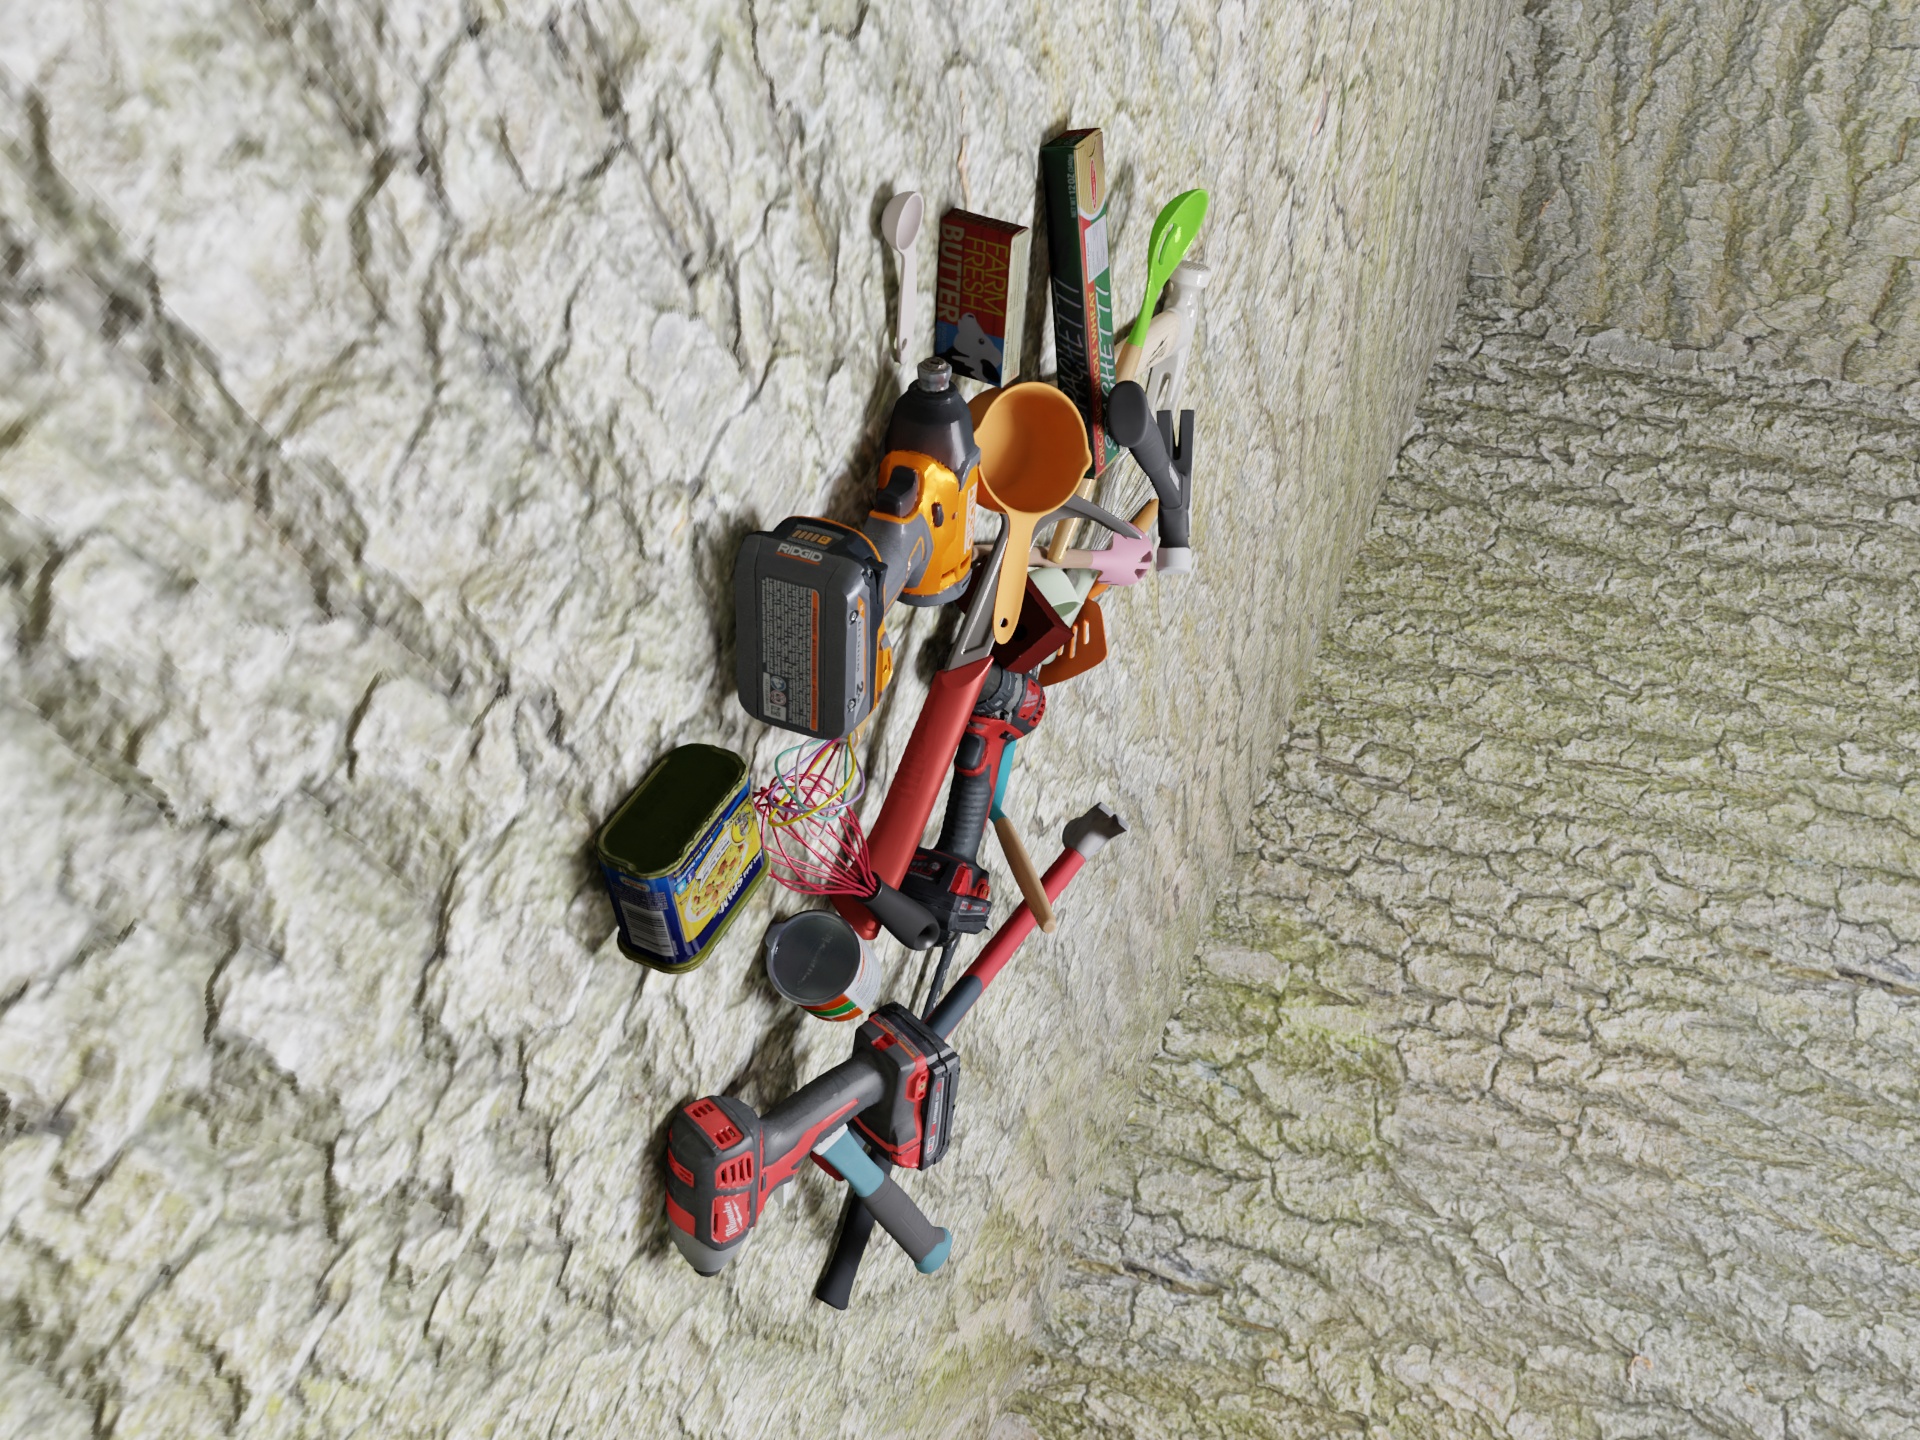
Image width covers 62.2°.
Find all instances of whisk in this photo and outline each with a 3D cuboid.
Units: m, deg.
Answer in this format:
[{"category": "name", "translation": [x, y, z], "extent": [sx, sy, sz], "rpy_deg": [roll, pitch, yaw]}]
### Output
[{"category": "whisk", "translation": [-0.071, 0.106, 1.078], "extent": [0.073, 0.073, 0.295], "rpy_deg": [-65, 153, -15]}, {"category": "whisk", "translation": [-0.080, 0.017, 0.978], "extent": [0.047, 0.051, 0.245], "rpy_deg": [-54, -174, 16]}, {"category": "whisk", "translation": [0.124, -0.159, 1.470], "extent": [0.059, 0.058, 0.246], "rpy_deg": [37, 73, -35]}]

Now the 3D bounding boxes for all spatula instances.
[{"category": "spatula", "translation": [0.149, -0.137, 1.549], "extent": [0.041, 0.081, 0.323], "rpy_deg": [55, 37, -15]}, {"category": "spatula", "translation": [0.052, 0.100, 1.360], "extent": [0.318, 0.044, 0.082], "rpy_deg": [-113, -146, -66]}]

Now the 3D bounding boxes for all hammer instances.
[{"category": "hammer", "translation": [0.120, -0.281, 1.337], "extent": [0.411, 0.038, 0.146], "rpy_deg": [-43, 148, -54]}, {"category": "hammer", "translation": [-0.070, 0.390, 1.329], "extent": [0.128, 0.033, 0.330], "rpy_deg": [-41, 141, -13]}, {"category": "hammer", "translation": [0.159, -0.219, 1.303], "extent": [0.334, 0.035, 0.146], "rpy_deg": [18, 73, -75]}, {"category": "hammer", "translation": [-0.058, 0.358, 1.477], "extent": [0.149, 0.036, 0.409], "rpy_deg": [1, 108, -72]}, {"category": "hammer", "translation": [0.009, 0.227, 1.352], "extent": [0.386, 0.038, 0.143], "rpy_deg": [-50, 178, -12]}, {"category": "hammer", "translation": [-0.002, -0.004, 1.157], "extent": [0.037, 0.149, 0.359], "rpy_deg": [-129, -121, -69]}]

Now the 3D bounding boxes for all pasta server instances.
[{"category": "pasta server", "translation": [0.086, -0.139, 1.335], "extent": [0.316, 0.040, 0.060], "rpy_deg": [-7, 119, -57]}]

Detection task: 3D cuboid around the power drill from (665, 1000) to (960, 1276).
[{"category": "power drill", "translation": [-0.109, 0.300, 1.121], "extent": [0.219, 0.079, 0.143], "rpy_deg": [-20, 130, -38]}]

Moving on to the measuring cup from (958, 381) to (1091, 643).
[{"category": "measuring cup", "translation": [0.029, -0.140, 1.071], "extent": [0.095, 0.052, 0.173], "rpy_deg": [5, 98, -31]}]

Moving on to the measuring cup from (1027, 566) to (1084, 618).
[{"category": "measuring cup", "translation": [0.052, -0.088, 1.328], "extent": [0.083, 0.038, 0.167], "rpy_deg": [-22, 173, -7]}]

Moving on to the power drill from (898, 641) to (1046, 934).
[{"category": "power drill", "translation": [-0.002, 0.048, 1.261], "extent": [0.187, 0.080, 0.227], "rpy_deg": [32, 75, -72]}]

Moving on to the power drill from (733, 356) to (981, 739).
[{"category": "power drill", "translation": [-0.051, -0.110, 0.953], "extent": [0.227, 0.084, 0.164], "rpy_deg": [-55, 156, -49]}]

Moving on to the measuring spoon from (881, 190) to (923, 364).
[{"category": "measuring spoon", "translation": [-0.038, -0.261, 0.945], "extent": [0.034, 0.018, 0.124], "rpy_deg": [-59, 165, -32]}]

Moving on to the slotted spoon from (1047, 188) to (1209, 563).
[{"category": "slotted spoon", "translation": [0.128, -0.274, 1.266], "extent": [0.314, 0.031, 0.070], "rpy_deg": [-70, 160, 3]}]

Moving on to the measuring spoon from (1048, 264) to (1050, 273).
[{"category": "measuring spoon", "translation": [0.089, -0.349, 1.226], "extent": [0.117, 0.011, 0.021], "rpy_deg": [-24, 132, -61]}]
